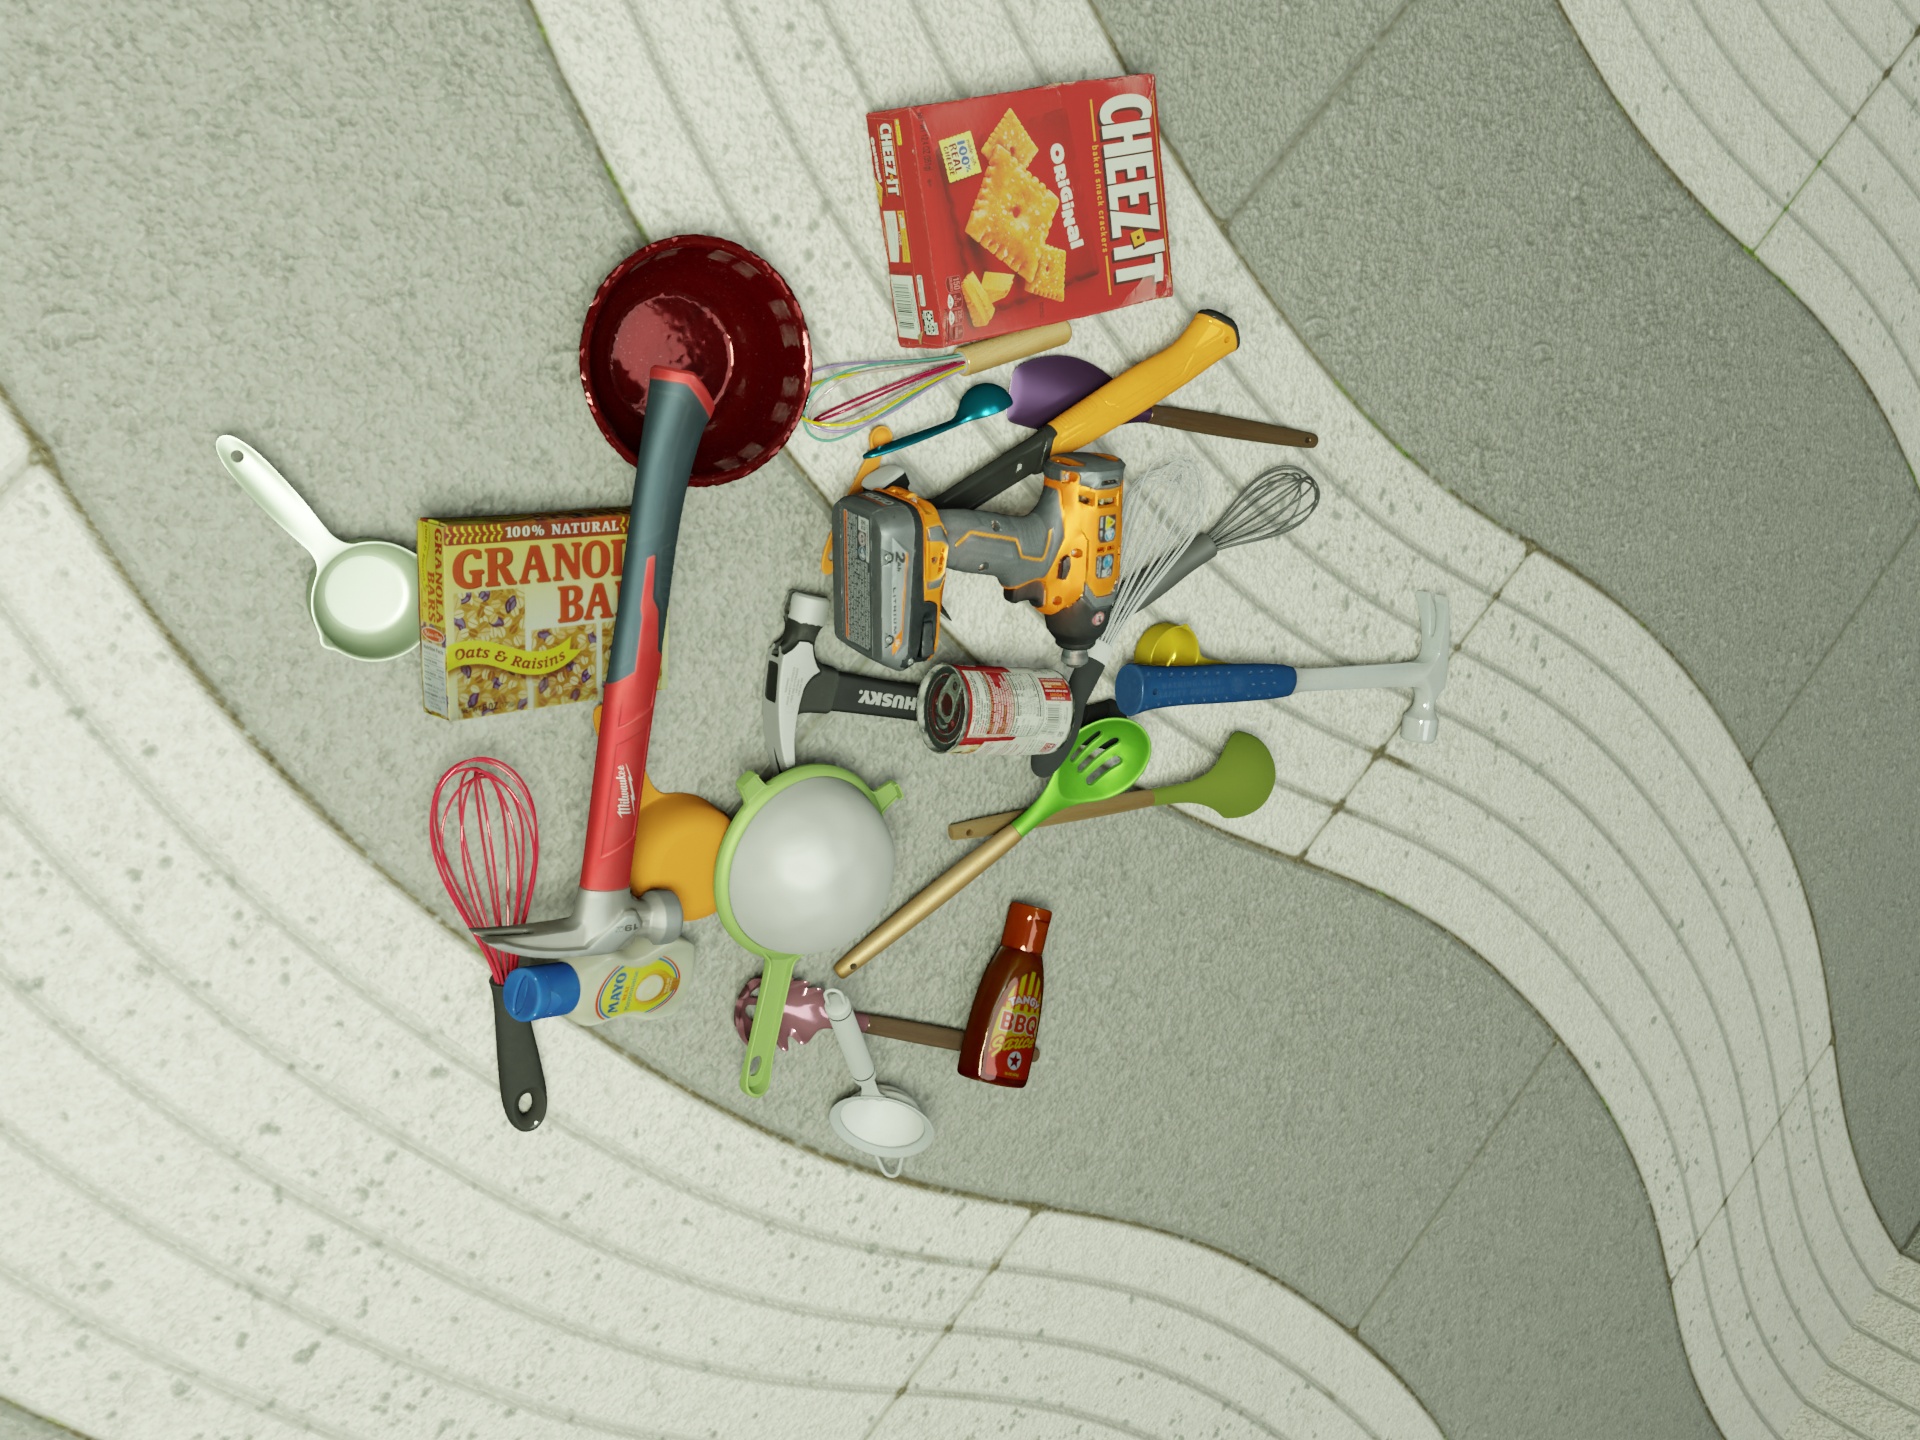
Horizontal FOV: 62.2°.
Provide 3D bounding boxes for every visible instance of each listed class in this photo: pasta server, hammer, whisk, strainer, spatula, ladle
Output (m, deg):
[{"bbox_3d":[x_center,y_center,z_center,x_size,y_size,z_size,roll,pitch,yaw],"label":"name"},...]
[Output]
[{"bbox_3d":[-0.052,0.252,1.288,0.316,0.040,0.060,19,89,-35],"label":"pasta server"},{"bbox_3d":[-0.002,-0.004,1.248,0.334,0.035,0.146,8,99,-33],"label":"hammer"},{"bbox_3d":[-0.224,-0.035,1.024,0.143,0.038,0.386,1,103,-42],"label":"hammer"},{"bbox_3d":[0.123,-0.083,1.267,0.070,0.070,0.284,29,84,-34],"label":"whisk"},{"bbox_3d":[-0.313,0.160,1.091,0.073,0.073,0.295,-14,117,-28],"label":"whisk"},{"bbox_3d":[0.084,-0.213,1.224,0.337,0.034,0.127,-35,124,-15],"label":"hammer"},{"bbox_3d":[-0.072,0.277,1.242,0.258,0.087,0.050,77,17,-48],"label":"strainer"},{"bbox_3d":[0.297,-0.041,1.401,0.405,0.035,0.144,-4,105,-37],"label":"hammer"},{"bbox_3d":[0.172,-0.249,1.295,0.315,0.018,0.059,3,103,-32],"label":"spatula"},{"bbox_3d":[0.133,0.066,1.355,0.320,0.062,0.078,-8,110,-23],"label":"ladle"},{"bbox_3d":[-0.015,-0.253,1.164,0.245,0.047,0.051,-24,116,-28],"label":"whisk"},{"bbox_3d":[0.208,-0.144,1.333,0.239,0.055,0.055,-33,119,-15],"label":"whisk"},{"bbox_3d":[-0.111,0.162,1.156,0.151,0.069,0.256,7,100,-44],"label":"strainer"}]

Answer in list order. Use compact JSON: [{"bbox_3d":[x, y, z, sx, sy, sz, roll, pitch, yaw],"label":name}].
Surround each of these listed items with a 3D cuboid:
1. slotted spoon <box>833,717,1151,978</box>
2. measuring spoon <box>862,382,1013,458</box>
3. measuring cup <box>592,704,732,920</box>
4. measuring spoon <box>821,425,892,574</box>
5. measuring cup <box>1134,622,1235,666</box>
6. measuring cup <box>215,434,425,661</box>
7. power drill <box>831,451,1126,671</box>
[{"bbox_3d":[0.024,0.103,1.277,0.314,0.031,0.070,-38,115,-6],"label":"slotted spoon"},{"bbox_3d":[-0.019,-0.222,1.168,0.128,0.042,0.021,-26,114,-23],"label":"measuring spoon"},{"bbox_3d":[-0.212,0.066,1.125,0.095,0.052,0.173,-33,121,-20],"label":"measuring cup"},{"bbox_3d":[-0.079,-0.162,1.171,0.021,0.011,0.117,18,98,-43],"label":"measuring spoon"},{"bbox_3d":[0.207,-0.047,1.375,0.156,0.029,0.062,13,97,-43],"label":"measuring cup"},{"bbox_3d":[-0.393,-0.109,0.974,0.083,0.038,0.167,-44,120,-14],"label":"measuring cup"},{"bbox_3d":[0.022,-0.103,1.161,0.226,0.084,0.164,-13,115,-31],"label":"power drill"}]
